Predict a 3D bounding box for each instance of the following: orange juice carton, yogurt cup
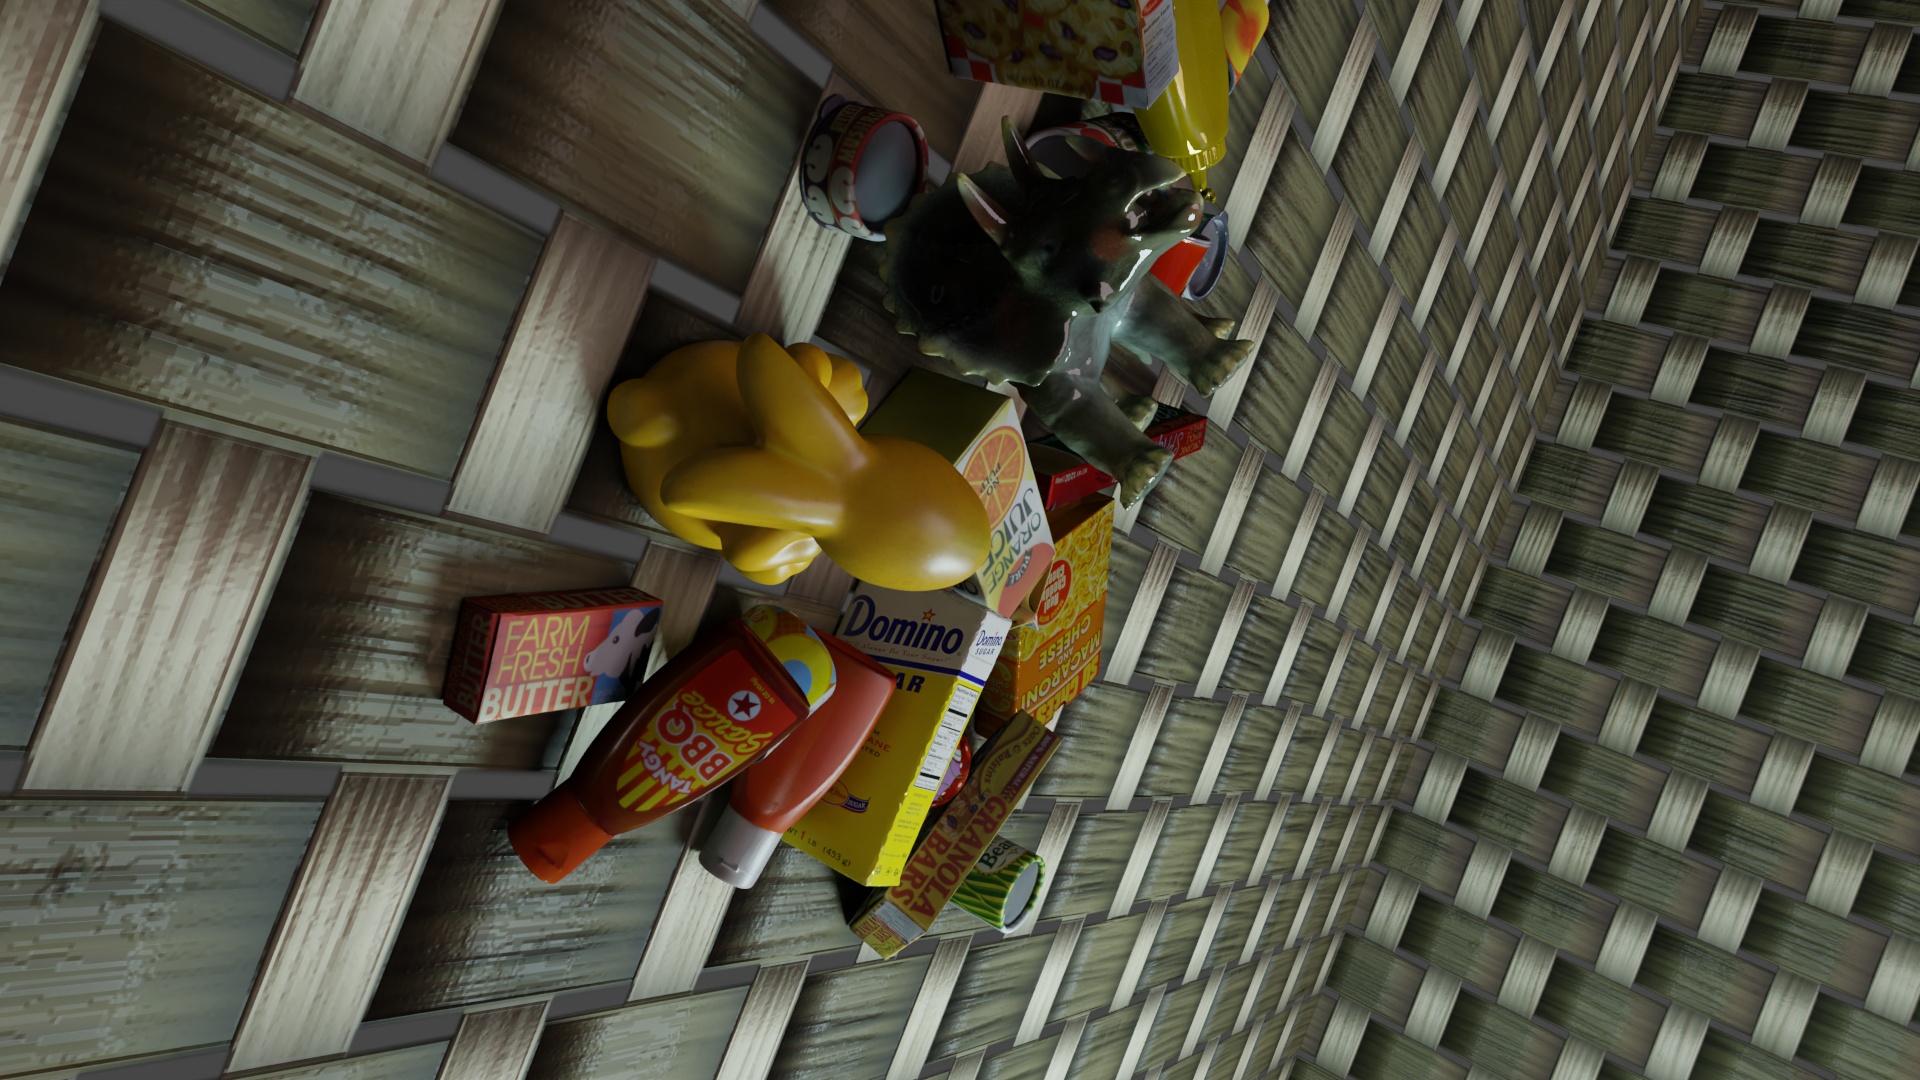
[{"bbox_3d":[0.003,-0.011,0.867,0.073,0.072,0.191,-53,146,-25],"label":"orange juice carton"},{"bbox_3d":[0.135,-0.197,0.976,0.072,0.072,0.053,-10,125,-56],"label":"yogurt cup"}]

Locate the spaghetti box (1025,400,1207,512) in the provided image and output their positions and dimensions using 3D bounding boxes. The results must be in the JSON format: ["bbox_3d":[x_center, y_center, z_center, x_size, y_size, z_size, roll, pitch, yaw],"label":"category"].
[{"bbox_3d":[0.109,-0.066,1.028,0.251,0.050,0.028,-22,128,-53],"label":"spaghetti box"}]

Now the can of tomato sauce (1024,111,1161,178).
[{"bbox_3d":[0.082,-0.228,0.860,0.083,0.071,0.070,-29,132,-48],"label":"can of tomato sauce"}]

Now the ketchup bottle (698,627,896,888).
[{"bbox_3d":[-0.099,0.127,0.801,0.149,0.065,0.043,-60,-178,-1],"label":"ketchup bottle"}]

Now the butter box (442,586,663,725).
[{"bbox_3d":[-0.186,0.051,0.642,0.104,0.024,0.053,-1,110,-59],"label":"butter box"}]

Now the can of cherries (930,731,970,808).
[{"bbox_3d":[-0.032,0.138,0.907,0.071,0.071,0.058,-64,150,-8],"label":"can of cherries"}]

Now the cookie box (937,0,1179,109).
[{"bbox_3d":[0.040,-0.305,0.686,0.040,0.123,0.166,-52,147,-28],"label":"cookie box"}]

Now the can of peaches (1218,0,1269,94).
[{"bbox_3d":[0.166,-0.338,0.933,0.058,0.071,0.071,-61,150,-14],"label":"can of peaches"}]

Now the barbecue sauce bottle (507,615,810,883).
[{"bbox_3d":[-0.148,0.105,0.670,0.148,0.044,0.064,-38,113,-4],"label":"barbecue sauce bottle"}]

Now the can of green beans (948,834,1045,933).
[{"bbox_3d":[0.026,0.268,1.097,0.071,0.058,0.071,-37,138,-43],"label":"can of green beans"}]

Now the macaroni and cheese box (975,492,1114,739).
[{"bbox_3d":[0.063,0.058,1.043,0.124,0.040,0.165,-35,136,-44],"label":"macaroni and cheese box"}]

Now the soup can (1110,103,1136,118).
[{"bbox_3d":[0.127,-0.289,0.902,0.071,0.071,0.083,-58,148,-18],"label":"soup can"}]

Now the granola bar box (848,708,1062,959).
[{"bbox_3d":[-0.006,0.205,0.970,0.166,0.039,0.123,-50,177,-29],"label":"granola bar box"}]

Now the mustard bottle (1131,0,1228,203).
[{"bbox_3d":[0.128,-0.271,0.824,0.065,0.049,0.159,-40,130,-25],"label":"mustard bottle"}]

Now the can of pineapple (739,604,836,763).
[{"bbox_3d":[-0.110,0.074,0.741,0.058,0.071,0.070,-42,141,-40],"label":"can of pineapple"}]

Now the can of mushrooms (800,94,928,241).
[{"bbox_3d":[-0.048,-0.190,0.707,0.071,0.033,0.070,-37,138,-42],"label":"can of mushrooms"}]

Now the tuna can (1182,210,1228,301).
[{"bbox_3d":[0.176,-0.221,1.058,0.071,0.033,0.070,-37,138,-43],"label":"tuna can"}]
